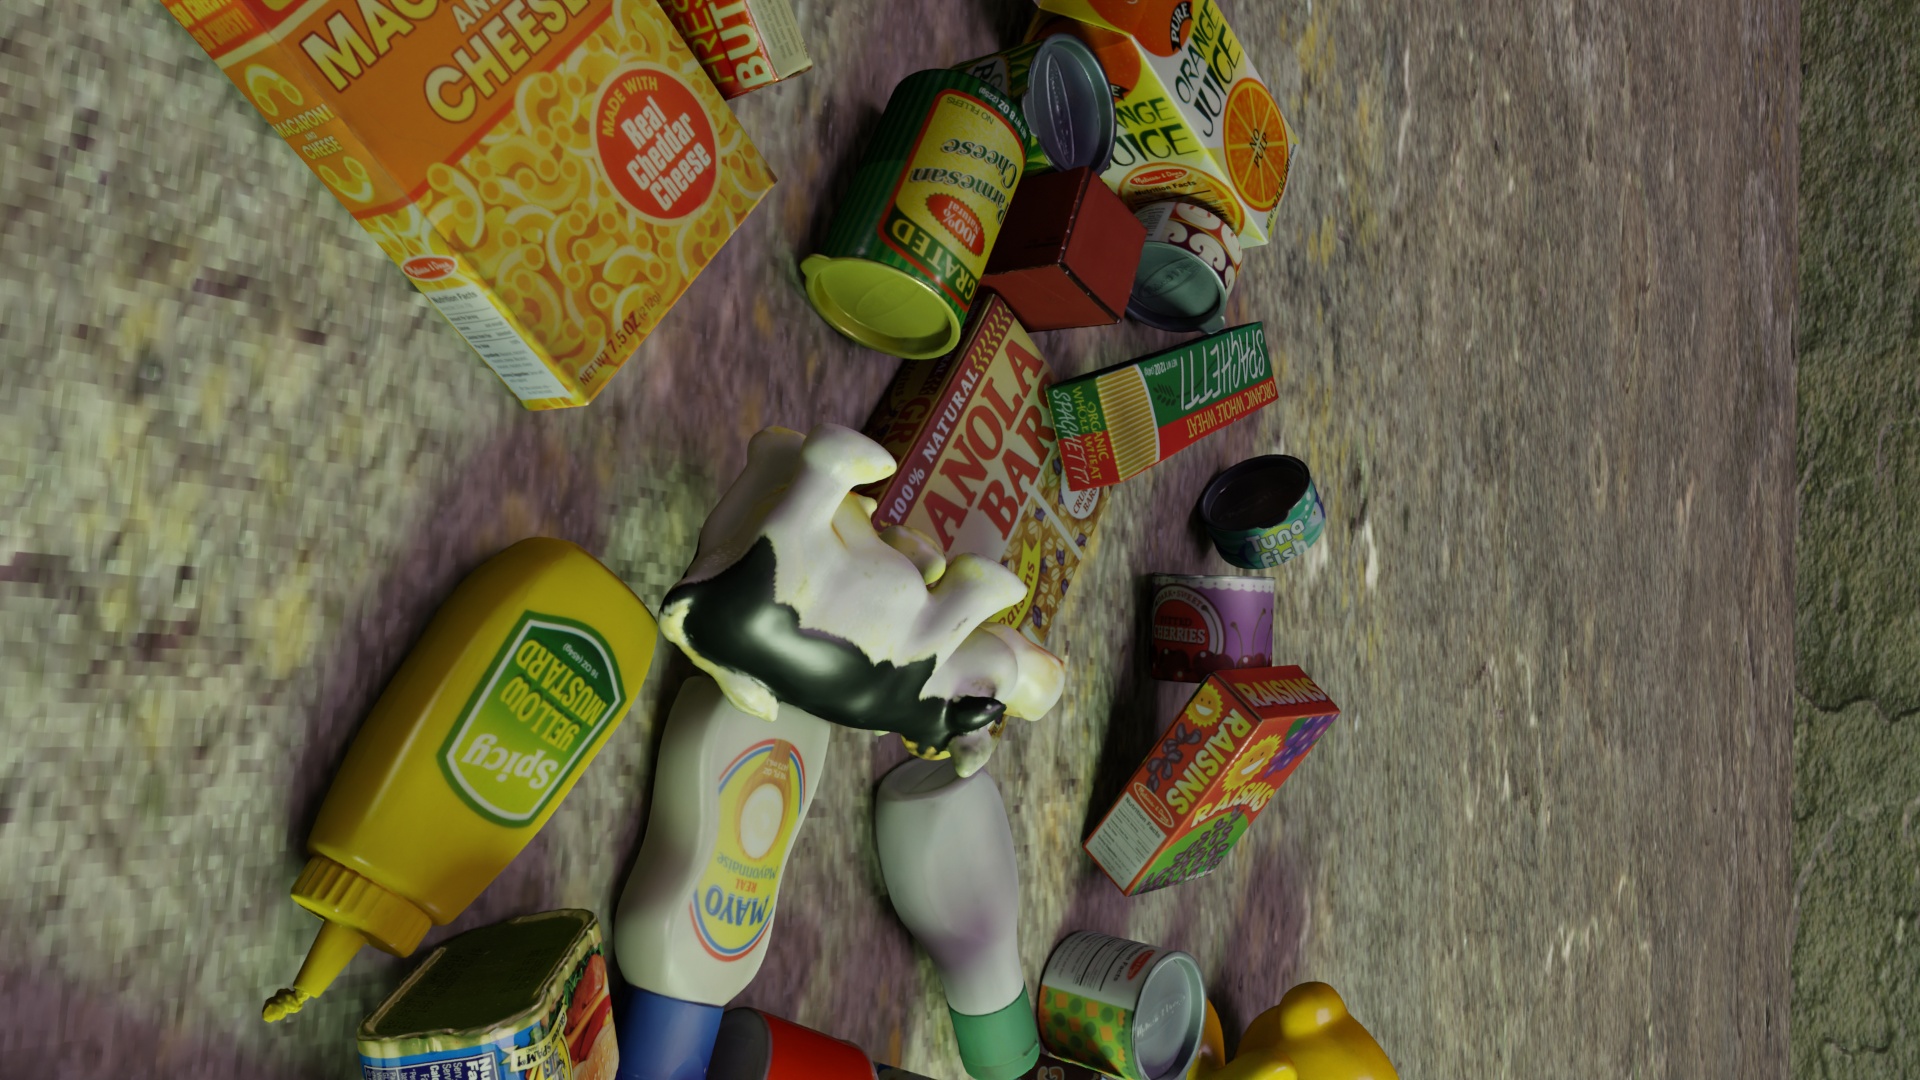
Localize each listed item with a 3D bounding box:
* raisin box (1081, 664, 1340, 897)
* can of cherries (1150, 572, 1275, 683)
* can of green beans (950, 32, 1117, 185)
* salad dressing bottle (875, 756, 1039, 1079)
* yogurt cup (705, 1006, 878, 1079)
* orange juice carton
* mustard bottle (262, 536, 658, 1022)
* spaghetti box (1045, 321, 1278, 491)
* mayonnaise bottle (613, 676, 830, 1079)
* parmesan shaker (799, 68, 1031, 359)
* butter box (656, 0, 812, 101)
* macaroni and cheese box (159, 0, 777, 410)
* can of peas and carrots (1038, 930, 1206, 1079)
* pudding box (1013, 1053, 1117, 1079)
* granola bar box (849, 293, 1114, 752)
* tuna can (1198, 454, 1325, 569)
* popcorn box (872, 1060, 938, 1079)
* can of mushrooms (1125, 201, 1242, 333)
[{"bbox_3d":[0.129,0.122,0.714,0.086,0.040,0.123,4,126,-48],"label":"raisin box"},{"bbox_3d":[0.134,0.047,0.751,0.071,0.071,0.058,4,88,-49],"label":"can of cherries"},{"bbox_3d":[0.030,-0.194,0.640,0.071,0.058,0.071,0,89,-49],"label":"can of green beans"},{"bbox_3d":[0.003,0.168,0.615,0.064,0.044,0.147,-31,113,-47],"label":"salad dressing bottle"},{"bbox_3d":[-0.071,0.209,0.513,0.054,0.072,0.073,42,59,-31],"label":"yogurt cup"},{"bbox_3d":[0.093,-0.232,0.703,0.192,0.073,0.072,42,60,-40],"label":"orange juice carton"},{"bbox_3d":[-0.156,0.075,0.427,0.065,0.049,0.161,50,54,-35],"label":"mustard bottle"},{"bbox_3d":[0.113,-0.076,0.721,0.251,0.028,0.050,-26,104,-58],"label":"spaghetti box"},{"bbox_3d":[-0.093,0.128,0.505,0.064,0.041,0.148,32,65,-47],"label":"mayonnaise bottle"},{"bbox_3d":[-0.018,-0.138,0.579,0.071,0.071,0.103,41,60,-41],"label":"parmesan shaker"},{"bbox_3d":[-0.096,-0.211,0.499,0.024,0.053,0.103,-45,123,-43],"label":"butter box"},{"bbox_3d":[-0.148,-0.144,0.448,0.166,0.040,0.124,54,52,-34],"label":"macaroni and cheese box"},{"bbox_3d":[0.081,0.235,0.691,0.071,0.058,0.071,0,91,-49],"label":"can of peas and carrots"},{"bbox_3d":[0.041,0.287,0.651,0.030,0.049,0.084,46,57,-41],"label":"pudding box"},{"bbox_3d":[0.002,-0.008,0.619,0.124,0.039,0.166,50,54,-36],"label":"granola bar box"},{"bbox_3d":[0.174,-0.015,0.795,0.071,0.071,0.032,-55,129,-34],"label":"tuna can"},{"bbox_3d":[-0.010,0.257,0.534,0.085,0.126,0.038,-51,123,-37],"label":"popcorn box"},{"bbox_3d":[0.114,-0.142,0.729,0.071,0.071,0.033,49,53,-37],"label":"can of mushrooms"}]
